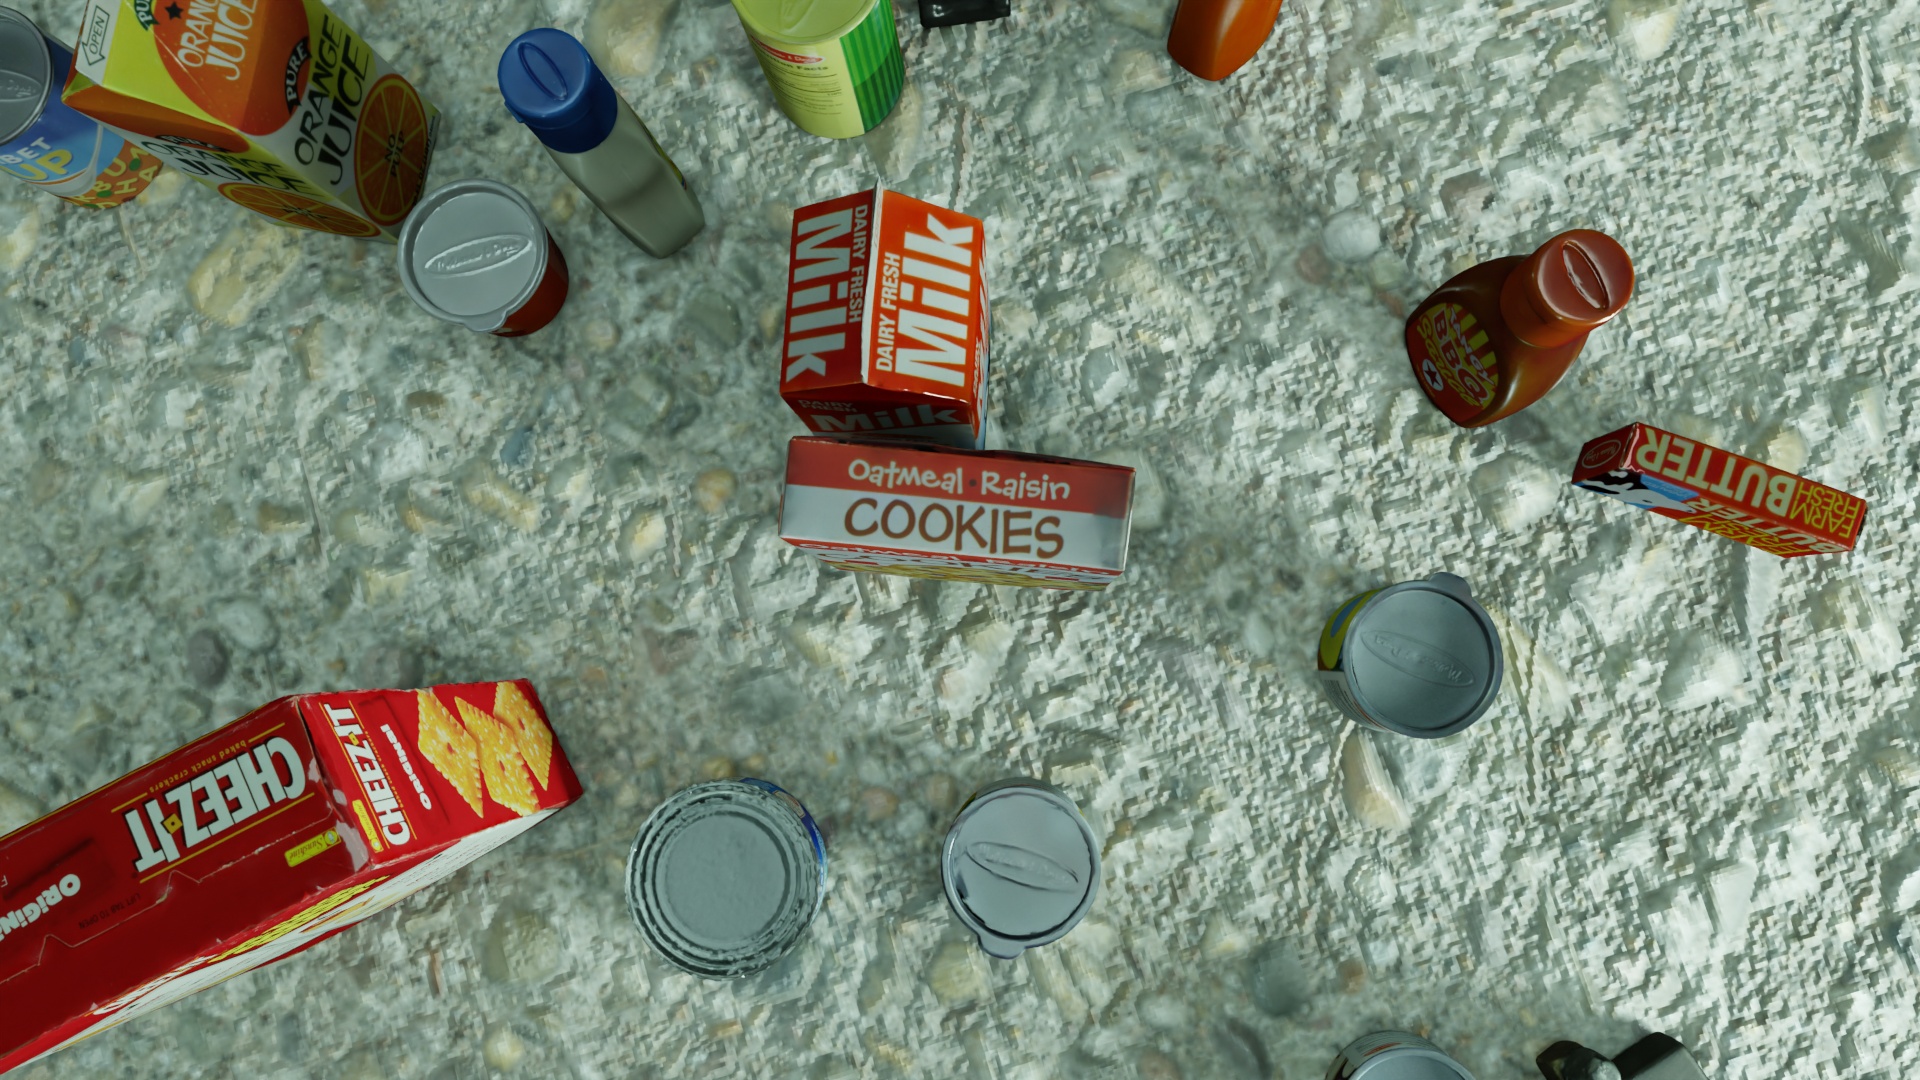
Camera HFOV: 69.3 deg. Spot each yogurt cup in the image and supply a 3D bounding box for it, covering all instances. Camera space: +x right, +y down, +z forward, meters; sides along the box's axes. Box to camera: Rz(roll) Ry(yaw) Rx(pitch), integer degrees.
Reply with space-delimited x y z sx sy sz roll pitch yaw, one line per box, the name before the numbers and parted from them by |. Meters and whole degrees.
yogurt cup | -0.216 -0.126 0.640 0.072 0.054 0.072 0 84 2

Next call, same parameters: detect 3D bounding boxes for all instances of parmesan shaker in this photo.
parmesan shaker | -0.064 -0.231 0.619 0.071 0.103 0.071 0 85 3

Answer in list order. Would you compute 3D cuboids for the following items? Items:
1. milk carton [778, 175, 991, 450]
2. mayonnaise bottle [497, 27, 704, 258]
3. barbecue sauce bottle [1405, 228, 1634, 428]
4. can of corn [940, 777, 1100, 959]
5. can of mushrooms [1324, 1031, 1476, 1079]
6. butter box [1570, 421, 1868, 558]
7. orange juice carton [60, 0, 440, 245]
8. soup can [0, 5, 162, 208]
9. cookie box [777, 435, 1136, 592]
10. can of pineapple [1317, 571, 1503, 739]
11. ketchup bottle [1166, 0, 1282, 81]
milk carton | -0.027 -0.080 0.559 0.073 0.190 0.072 3 85 3
mayonnaise bottle | -0.153 -0.169 0.594 0.041 0.148 0.065 -39 84 -1
barbecue sauce bottle | 0.227 -0.088 0.570 0.044 0.148 0.065 -27 84 0
can of corn | 0.025 0.140 0.601 0.071 0.058 0.071 0 85 2
can of mushrooms | 0.190 0.249 0.595 0.071 0.033 0.071 0 84 2
butter box | 0.329 -0.021 0.607 0.103 0.053 0.024 20 86 4
orange juice carton | -0.297 -0.189 0.580 0.073 0.192 0.072 10 85 3
soup can | -0.424 -0.194 0.641 0.071 0.083 0.071 0 85 3
cookie box | 0.002 -0.007 0.562 0.123 0.167 0.040 5 85 3
can of pineapple | 0.194 0.050 0.603 0.071 0.058 0.071 0 85 2
ketchup bottle | 0.122 -0.253 0.591 0.043 0.148 0.065 35 87 5
